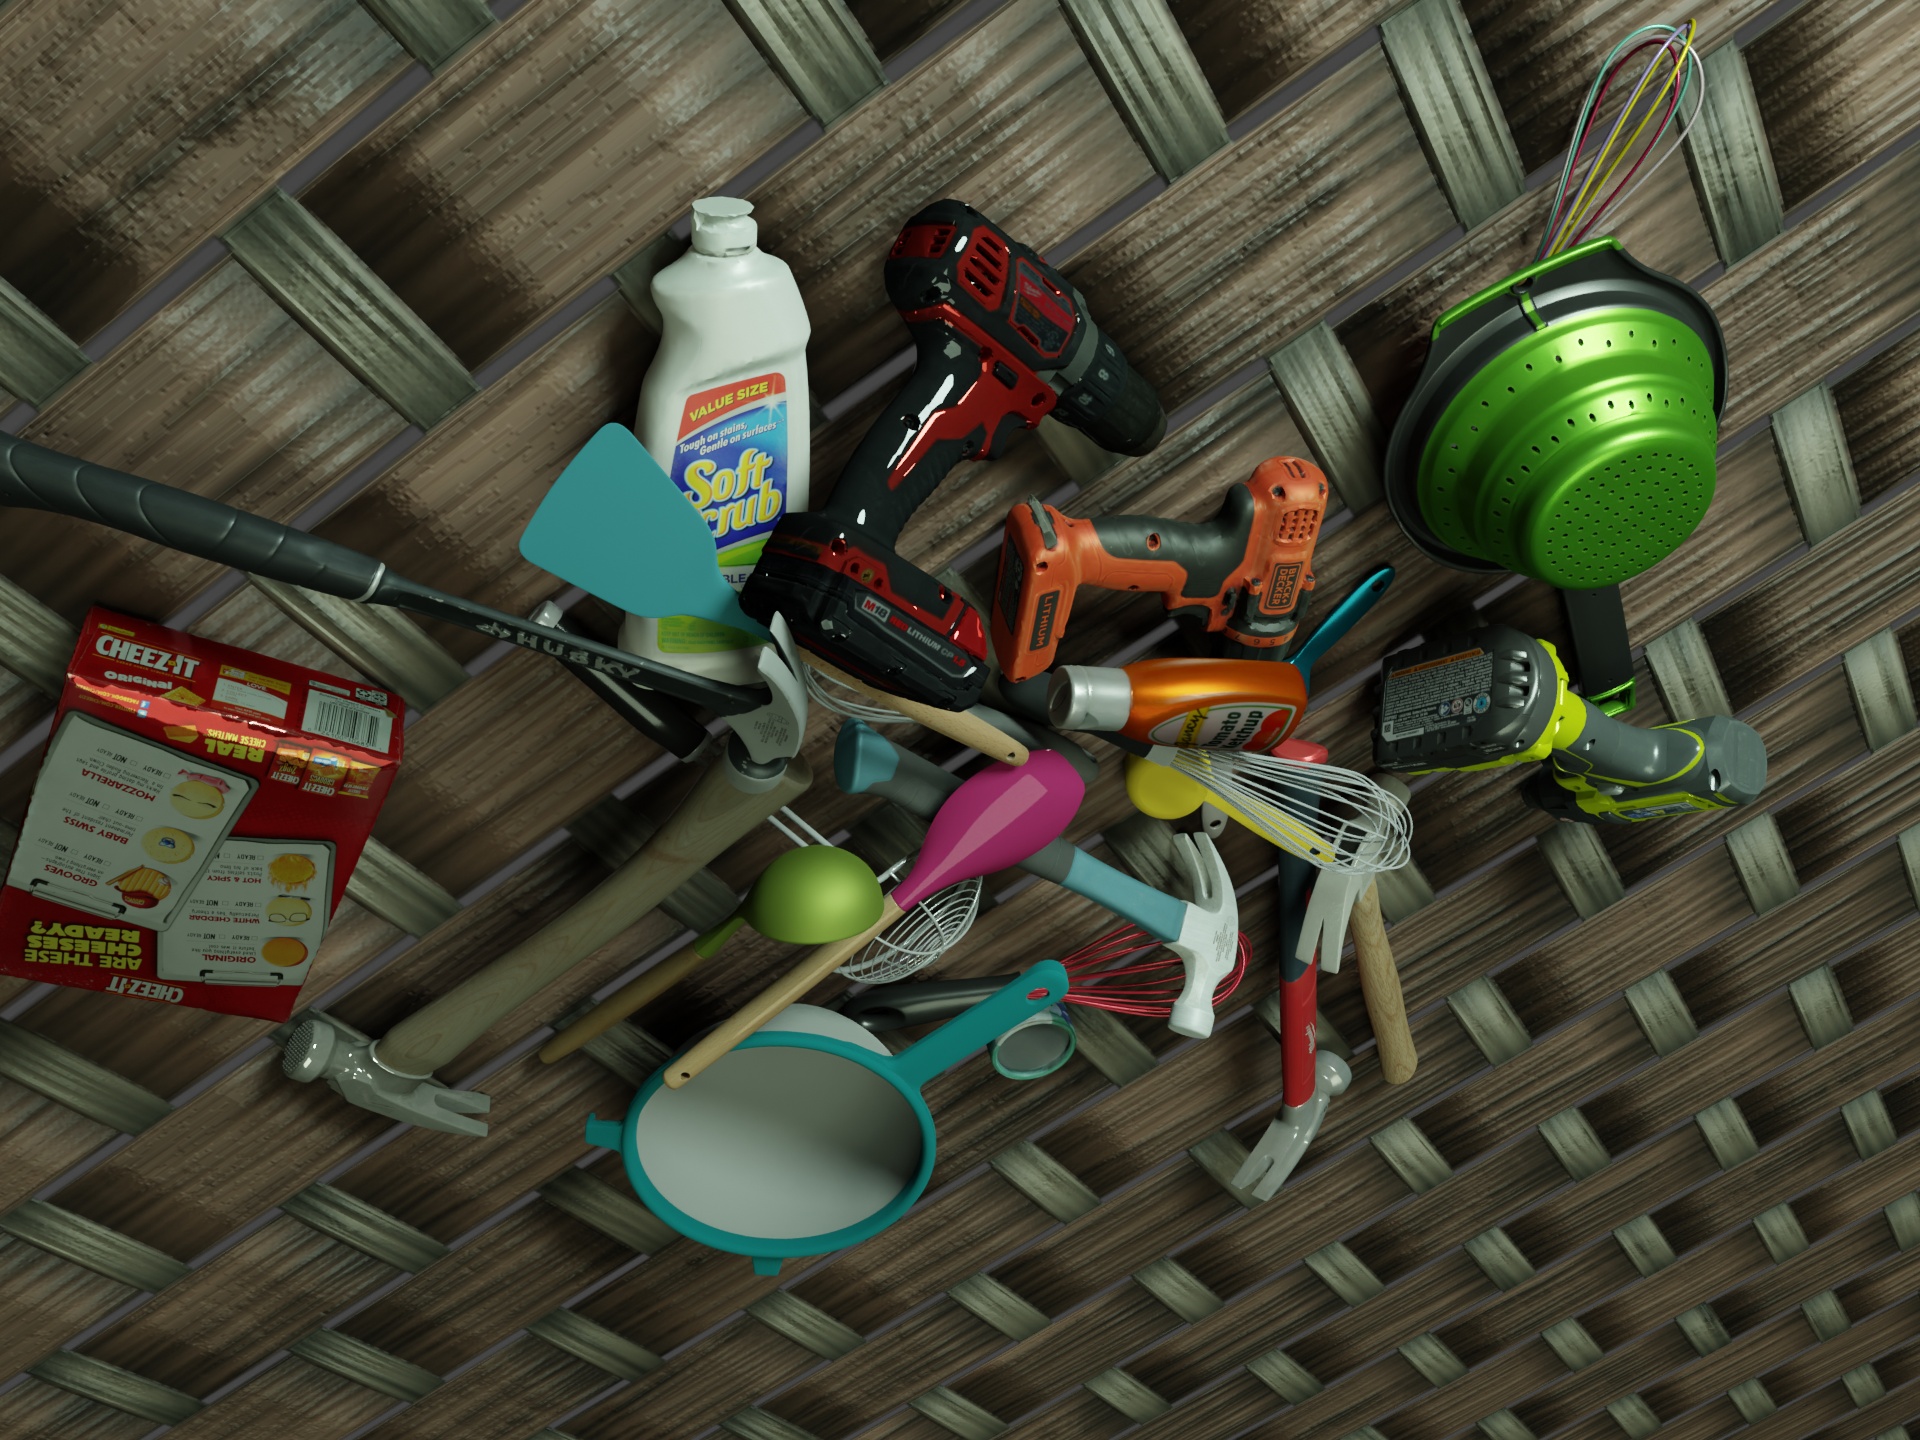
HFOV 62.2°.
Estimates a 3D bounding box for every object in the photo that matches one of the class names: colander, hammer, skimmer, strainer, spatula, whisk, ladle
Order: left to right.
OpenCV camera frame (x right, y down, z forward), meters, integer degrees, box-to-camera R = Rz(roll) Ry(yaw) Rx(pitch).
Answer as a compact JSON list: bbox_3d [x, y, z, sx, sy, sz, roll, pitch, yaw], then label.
[{"bbox_3d":[-0.267,-0.062,0.766,0.409,0.036,0.149,18,153,-9],"label":"hammer"},{"bbox_3d":[-0.235,0.139,0.971,0.410,0.038,0.146,-36,131,25],"label":"hammer"},{"bbox_3d":[-0.167,0.161,0.983,0.320,0.078,0.062,-35,90,35],"label":"ladle"},{"bbox_3d":[-0.121,0.042,0.973,0.127,0.090,0.363,-45,117,5],"label":"skimmer"},{"bbox_3d":[-0.076,-0.043,0.841,0.317,0.044,0.082,29,108,-38],"label":"spatula"},{"bbox_3d":[-0.073,0.233,1.085,0.340,0.095,0.210,-34,117,16],"label":"strainer"},{"bbox_3d":[-0.001,-0.003,0.963,0.238,0.055,0.055,23,118,-35],"label":"whisk"},{"bbox_3d":[0.056,0.088,1.019,0.330,0.128,0.033,29,158,-28],"label":"hammer"},{"bbox_3d":[0.063,0.188,1.130,0.296,0.073,0.073,-8,129,-2],"label":"whisk"},{"bbox_3d":[0.154,0.029,0.989,0.284,0.070,0.070,22,120,-7],"label":"whisk"},{"bbox_3d":[0.236,0.179,1.148,0.143,0.038,0.385,-42,137,-37],"label":"hammer"},{"bbox_3d":[0.310,0.186,1.190,0.130,0.031,0.331,-53,142,-24],"label":"hammer"},{"bbox_3d":[0.324,-0.258,0.863,0.051,0.047,0.244,6,128,-23],"label":"whisk"},{"bbox_3d":[0.385,-0.095,0.953,0.204,0.095,0.396,-25,136,10],"label":"colander"}]

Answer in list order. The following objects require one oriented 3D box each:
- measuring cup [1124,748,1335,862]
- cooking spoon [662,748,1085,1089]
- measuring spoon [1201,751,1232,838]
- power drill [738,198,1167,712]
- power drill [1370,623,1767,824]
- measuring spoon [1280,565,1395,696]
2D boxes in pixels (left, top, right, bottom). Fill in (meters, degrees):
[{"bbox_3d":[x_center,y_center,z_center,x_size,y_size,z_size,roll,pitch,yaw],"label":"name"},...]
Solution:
[{"bbox_3d":[0.178,0.061,1.040,0.156,0.029,0.062,28,118,-5],"label":"measuring cup"},{"bbox_3d":[-0.057,0.126,0.965,0.319,0.017,0.068,-38,116,7],"label":"cooking spoon"},{"bbox_3d":[0.176,0.037,1.067,0.034,0.018,0.124,-10,130,-9],"label":"measuring spoon"},{"bbox_3d":[0.008,-0.121,0.807,0.187,0.080,0.227,30,82,-40],"label":"power drill"},{"bbox_3d":[0.385,0.017,1.045,0.223,0.080,0.171,18,161,-27],"label":"power drill"},{"bbox_3d":[0.235,-0.046,1.015,0.042,0.021,0.128,24,118,-31],"label":"measuring spoon"}]
